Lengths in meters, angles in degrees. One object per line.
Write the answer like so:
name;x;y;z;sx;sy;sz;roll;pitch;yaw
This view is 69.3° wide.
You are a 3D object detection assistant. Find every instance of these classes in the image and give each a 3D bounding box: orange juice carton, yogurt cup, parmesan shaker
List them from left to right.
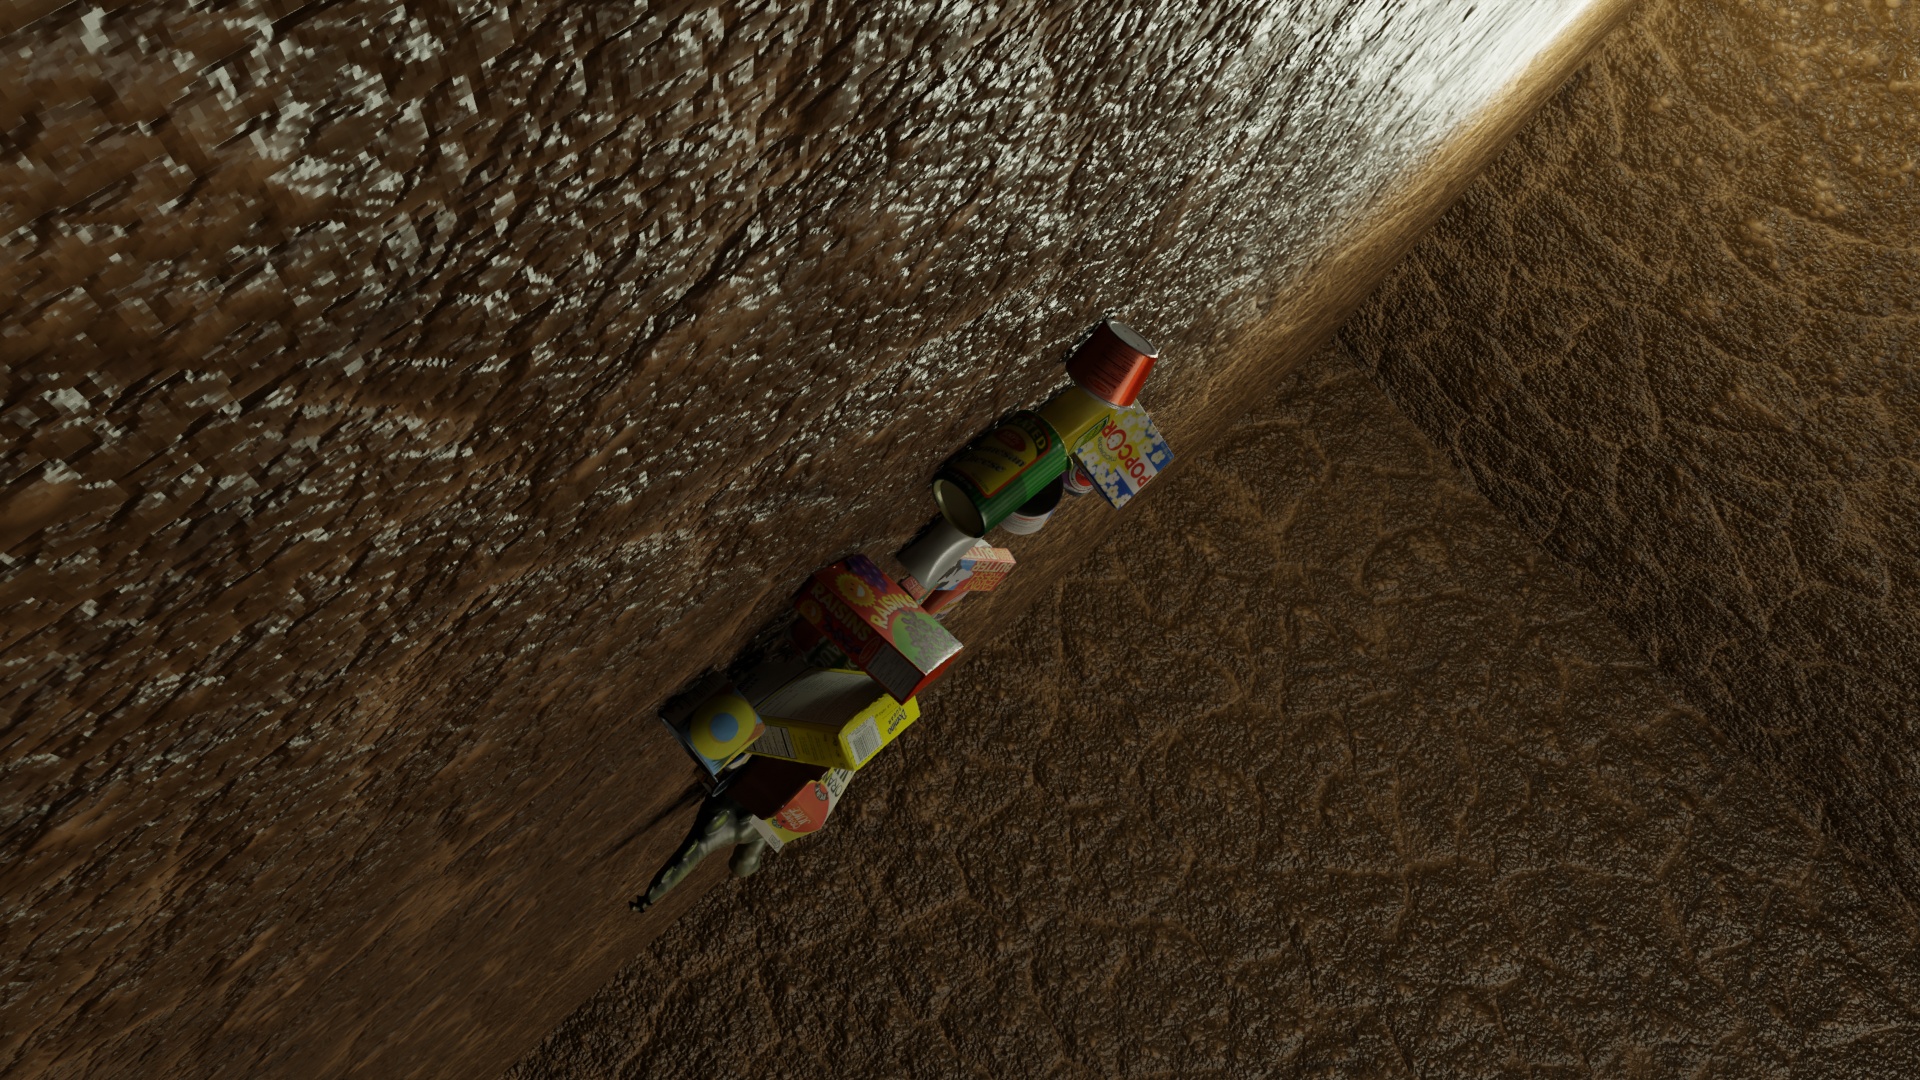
orange juice carton;-0.168;0.248;1.545;0.193;0.073;0.071;-58;142;-27
parmesan shaker;0.036;-0.055;1.185;0.103;0.071;0.071;-39;172;-24
yogurt cup;0.131;-0.151;1.179;0.053;0.072;0.072;-55;168;25

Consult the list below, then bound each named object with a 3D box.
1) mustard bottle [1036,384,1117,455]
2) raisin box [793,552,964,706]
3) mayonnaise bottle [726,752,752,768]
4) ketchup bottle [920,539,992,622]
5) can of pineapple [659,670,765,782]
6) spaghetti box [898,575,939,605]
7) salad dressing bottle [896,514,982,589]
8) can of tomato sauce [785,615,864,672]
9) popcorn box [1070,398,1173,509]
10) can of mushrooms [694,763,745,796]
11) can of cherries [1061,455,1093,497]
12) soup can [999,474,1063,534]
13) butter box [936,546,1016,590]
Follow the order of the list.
mustard bottle;0.086;-0.099;1.293;0.161;0.049;0.065;-37;169;-40
raisin box;-0.067;0.071;1.149;0.040;0.123;0.086;-53;170;24
mayonnaise bottle;-0.222;0.204;1.419;0.064;0.041;0.148;-48;173;7
ketchup bottle;-0.016;0.057;1.673;0.148;0.043;0.065;-47;165;28
can of pineapple;-0.198;0.149;1.120;0.058;0.071;0.070;-40;172;-19
spaghetti box;-0.104;0.115;1.595;0.050;0.029;0.248;-36;170;-48
salad dressing bottle;0.005;-0.017;1.359;0.148;0.044;0.064;-43;171;-4
can of tomato sauce;-0.108;0.097;1.251;0.071;0.083;0.071;-42;172;-7
popcorn box;0.158;-0.101;1.437;0.085;0.038;0.126;-43;133;-1
can of mushrooms;-0.256;0.245;1.513;0.071;0.033;0.071;-42;173;-6
can of cherries;0.134;-0.091;1.510;0.072;0.071;0.058;-35;169;-47
soup can;0.068;-0.049;1.431;0.071;0.071;0.083;-41;173;-12
butter box;0.011;0.032;1.590;0.104;0.024;0.053;3;134;-46
